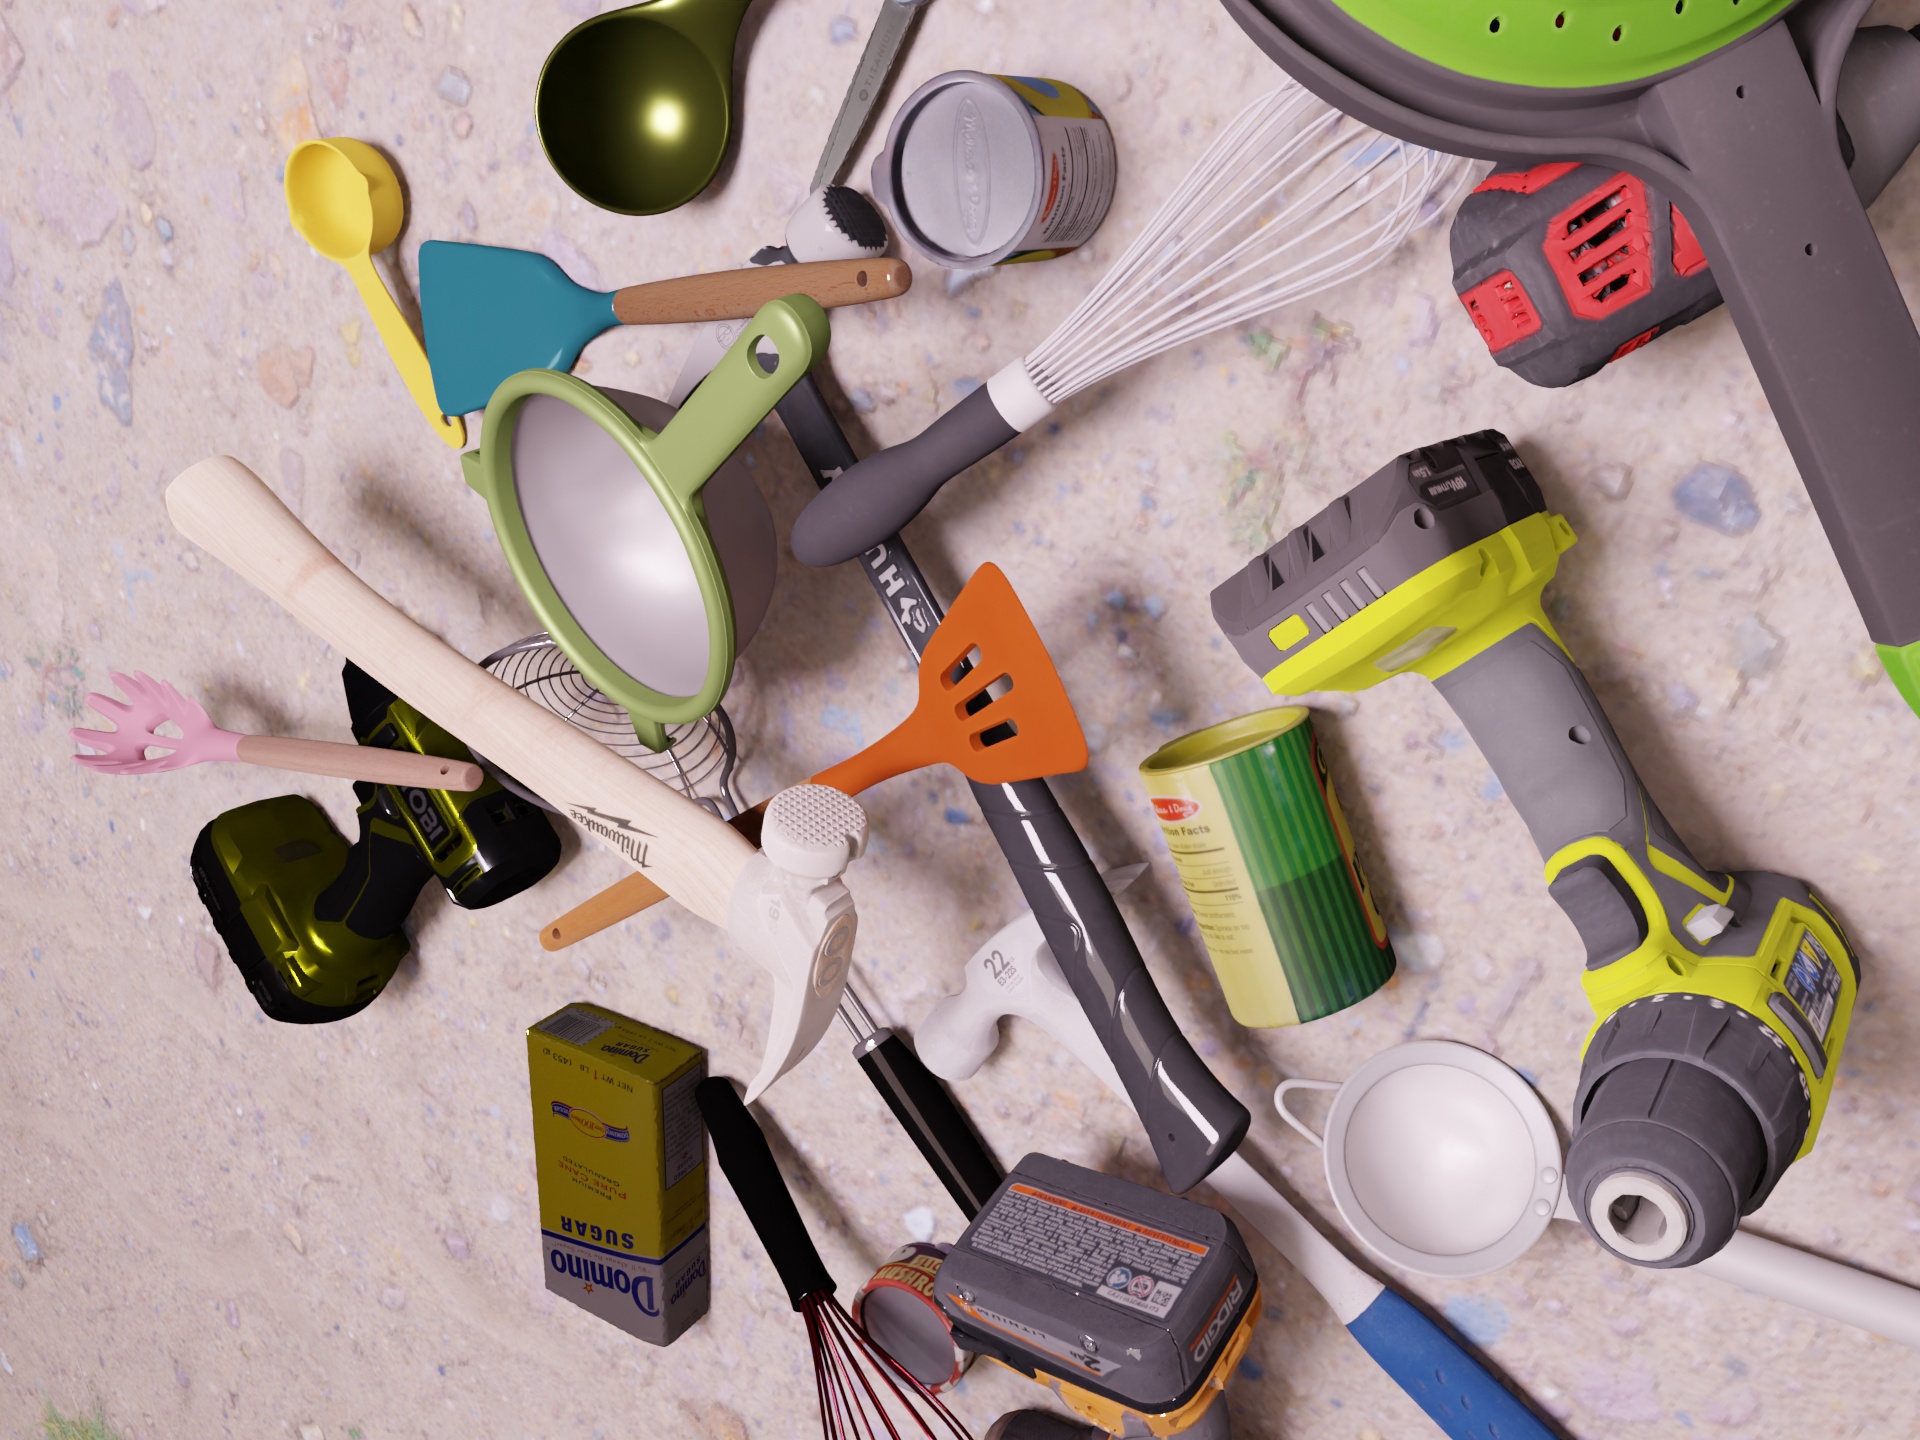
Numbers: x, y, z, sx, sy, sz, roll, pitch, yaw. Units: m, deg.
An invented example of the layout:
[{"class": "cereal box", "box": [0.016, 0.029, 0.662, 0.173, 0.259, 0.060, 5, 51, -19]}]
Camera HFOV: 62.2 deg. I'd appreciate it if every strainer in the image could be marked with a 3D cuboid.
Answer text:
[{"class": "strainer", "box": [-0.096, -0.095, 0.599, 0.151, 0.069, 0.256, 56, 143, -2]}, {"class": "strainer", "box": [0.241, 0.182, 0.574, 0.258, 0.050, 0.087, 15, 71, 22]}]

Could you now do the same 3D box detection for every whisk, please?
[{"class": "whisk", "box": [0.048, -0.130, 0.550, 0.284, 0.070, 0.070, -32, 88, 25]}, {"class": "whisk", "box": [-0.060, 0.289, 0.751, 0.296, 0.073, 0.073, 55, 129, 33]}]

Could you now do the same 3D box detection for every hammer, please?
[{"class": "hammer", "box": [0.159, 0.226, 0.645, 0.406, 0.035, 0.144, 43, 124, 13]}, {"class": "hammer", "box": [-0.210, 0.001, 0.687, 0.411, 0.038, 0.146, 32, 129, 24]}, {"class": "hammer", "box": [-0.001, -0.002, 0.638, 0.149, 0.036, 0.409, -35, 79, 38]}]

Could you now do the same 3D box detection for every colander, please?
[{"class": "colander", "box": [0.184, -0.166, 0.361, 0.204, 0.094, 0.397, -27, 97, 3]}]

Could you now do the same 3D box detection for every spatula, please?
[{"class": "spatula", "box": [-0.134, -0.172, 0.663, 0.318, 0.044, 0.082, 10, 108, 47]}, {"class": "spatula", "box": [-0.078, 0.039, 0.650, 0.322, 0.041, 0.081, -29, 84, 33]}]

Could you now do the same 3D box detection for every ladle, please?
[{"class": "ladle", "box": [-0.051, -0.295, 0.566, 0.078, 0.062, 0.320, 33, 137, -28]}]

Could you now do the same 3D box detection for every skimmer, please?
[{"class": "skimmer", "box": [-0.092, 0.111, 0.731, 0.127, 0.090, 0.363, -39, 84, 36]}]

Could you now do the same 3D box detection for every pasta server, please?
[{"class": "pasta server", "box": [-0.361, 0.014, 0.827, 0.316, 0.040, 0.060, 5, 69, 34]}]

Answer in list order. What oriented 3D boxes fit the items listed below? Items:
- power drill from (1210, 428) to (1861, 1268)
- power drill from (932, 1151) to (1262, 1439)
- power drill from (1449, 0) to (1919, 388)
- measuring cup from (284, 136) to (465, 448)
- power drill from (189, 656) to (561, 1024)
[{"class": "power drill", "box": [0.176, 0.032, 0.475, 0.080, 0.190, 0.228, -37, 81, 36]}, {"class": "power drill", "box": [0.063, 0.294, 0.683, 0.185, 0.084, 0.226, 6, 127, 41]}, {"class": "power drill", "box": [0.171, -0.219, 0.438, 0.143, 0.078, 0.219, -29, 94, 4]}, {"class": "measuring cup", "box": [-0.277, -0.210, 0.784, 0.062, 0.029, 0.156, -11, 112, 35]}, {"class": "power drill", "box": [-0.328, 0.057, 0.876, 0.223, 0.080, 0.171, -38, 80, 33]}]
